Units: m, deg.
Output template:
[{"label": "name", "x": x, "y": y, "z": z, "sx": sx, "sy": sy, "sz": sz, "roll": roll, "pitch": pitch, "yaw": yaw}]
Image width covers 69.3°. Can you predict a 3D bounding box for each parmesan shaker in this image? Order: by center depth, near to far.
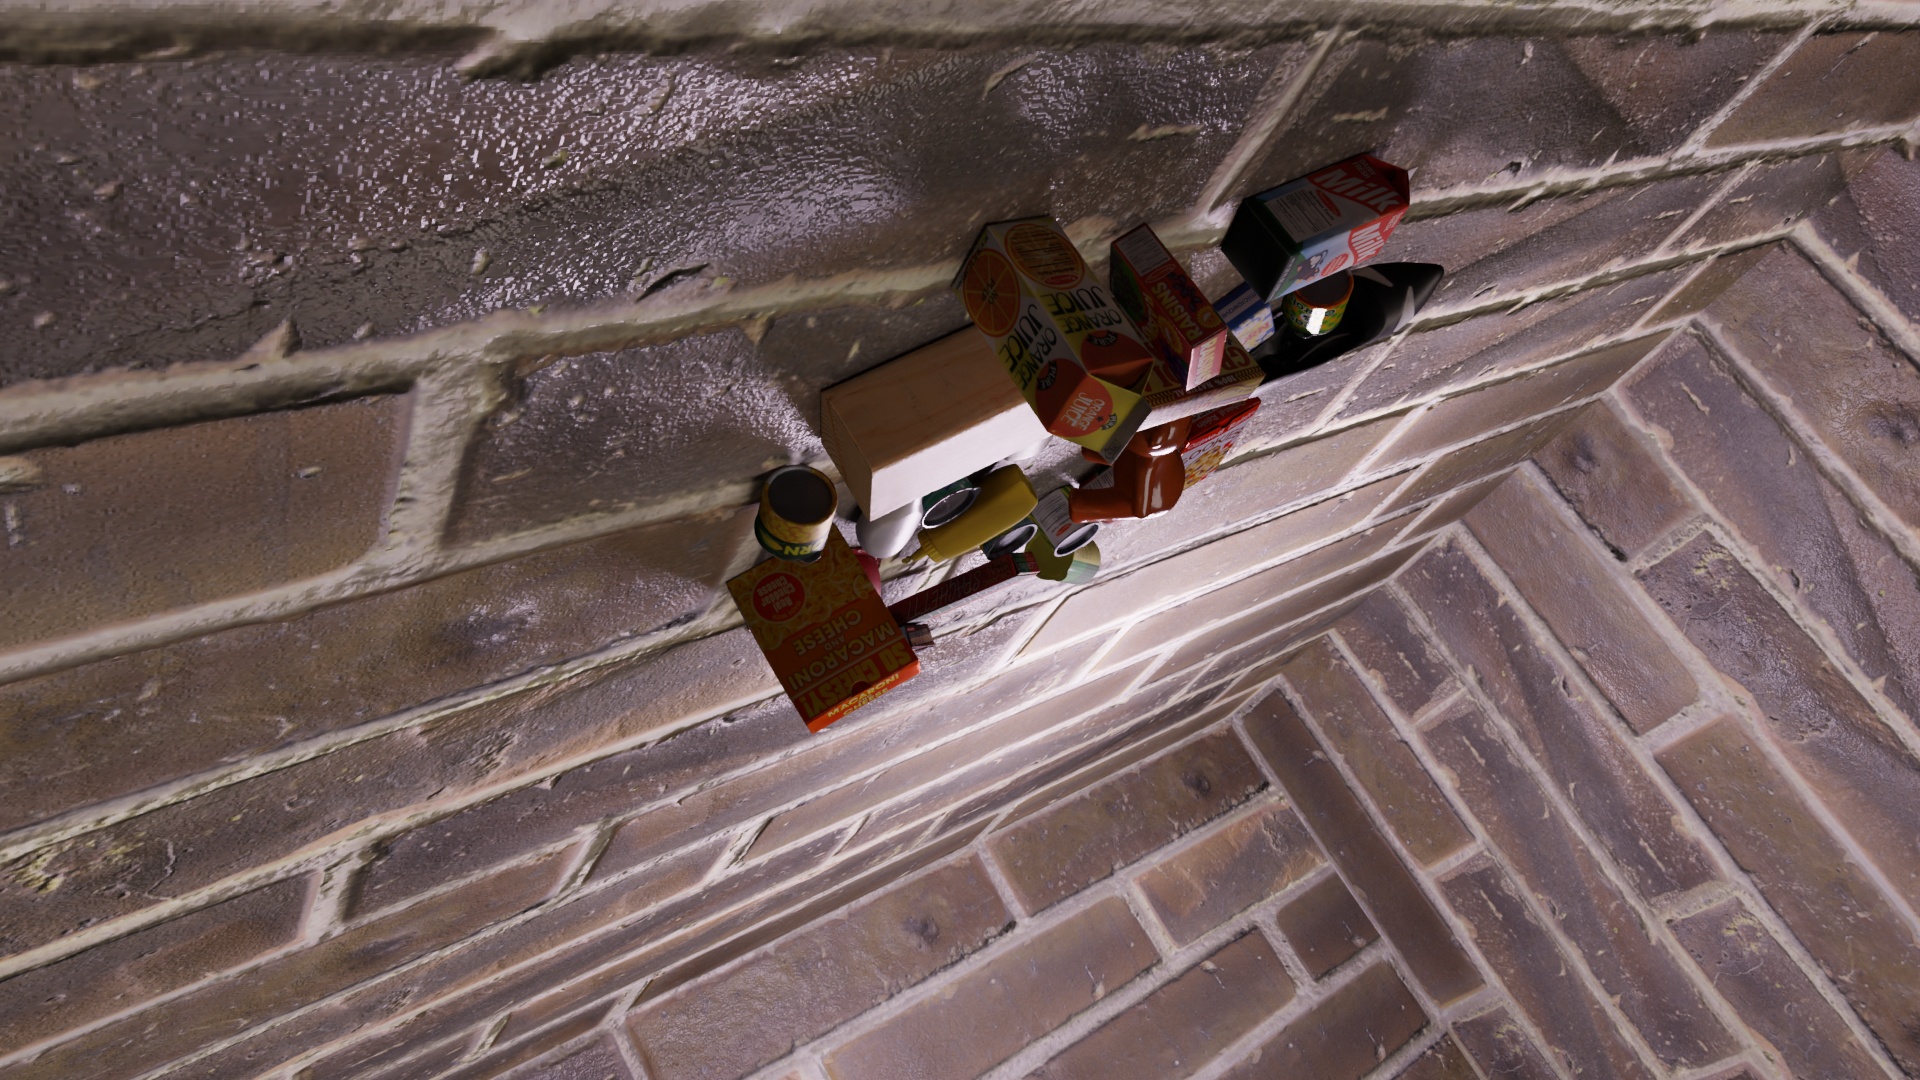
[{"label": "parmesan shaker", "x": 0.131, "y": 0.023, "z": 1.753, "sx": 0.071, "sy": 0.071, "sz": 0.103, "roll": -39, "pitch": 160, "yaw": 16}]

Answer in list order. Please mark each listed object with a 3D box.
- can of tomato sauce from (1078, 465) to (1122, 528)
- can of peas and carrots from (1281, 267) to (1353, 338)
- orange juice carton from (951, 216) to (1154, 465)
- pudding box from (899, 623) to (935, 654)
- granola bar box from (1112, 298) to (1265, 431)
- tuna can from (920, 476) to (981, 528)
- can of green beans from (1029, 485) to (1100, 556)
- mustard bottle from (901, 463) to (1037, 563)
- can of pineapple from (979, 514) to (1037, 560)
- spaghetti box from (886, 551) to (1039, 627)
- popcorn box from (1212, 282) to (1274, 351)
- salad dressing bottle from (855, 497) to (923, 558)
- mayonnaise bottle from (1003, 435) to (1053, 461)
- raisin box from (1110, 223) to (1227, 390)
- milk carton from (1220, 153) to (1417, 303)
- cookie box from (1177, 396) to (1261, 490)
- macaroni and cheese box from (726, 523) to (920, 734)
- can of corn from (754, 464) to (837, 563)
[{"label": "can of tomato sauce", "x": 0.193, "y": -0.063, "z": 1.651, "sx": 0.083, "sy": 0.071, "sz": 0.071, "roll": -37, "pitch": 160, "yaw": 14}, {"label": "can of peas and carrots", "x": 0.375, "y": -0.257, "z": 1.464, "sx": 0.071, "sy": 0.071, "sz": 0.058, "roll": -30, "pitch": 160, "yaw": -9}, {"label": "orange juice carton", "x": 0.080, "y": -0.153, "z": 1.067, "sx": 0.073, "sy": 0.193, "sz": 0.071, "roll": -17, "pitch": 156, "yaw": -36}, {"label": "pudding box", "x": -0.077, "y": 0.123, "z": 1.607, "sx": 0.083, "sy": 0.030, "sz": 0.050, "roll": -24, "pitch": 166, "yaw": 30}, {"label": "granola bar box", "x": 0.187, "y": -0.172, "z": 1.292, "sx": 0.166, "sy": 0.124, "sz": 0.038, "roll": -18, "pitch": 154, "yaw": -36}, {"label": "tuna can", "x": -0.017, "y": -0.046, "z": 1.414, "sx": 0.071, "sy": 0.033, "sz": 0.070, "roll": -29, "pitch": 160, "yaw": -11}, {"label": "can of green beans", "x": 0.124, "y": -0.023, "z": 1.650, "sx": 0.071, "sy": 0.058, "sz": 0.071, "roll": -29, "pitch": 160, "yaw": -11}, {"label": "mustard bottle", "x": 0.005, "y": -0.018, "z": 1.471, "sx": 0.160, "sy": 0.065, "sz": 0.048, "roll": -33, "pitch": 118, "yaw": 12}, {"label": "can of pineapple", "x": 0.042, "y": -0.021, "z": 1.529, "sx": 0.071, "sy": 0.058, "sz": 0.070, "roll": -29, "pitch": 160, "yaw": -12}, {"label": "spaghetti box", "x": -0.024, "y": 0.068, "z": 1.580, "sx": 0.249, "sy": 0.029, "sz": 0.050, "roll": -25, "pitch": 168, "yaw": 31}, {"label": "popcorn box", "x": 0.267, "y": -0.209, "z": 1.457, "sx": 0.126, "sy": 0.038, "sz": 0.085, "roll": -35, "pitch": 162, "yaw": 6}, {"label": "salad dressing bottle", "x": -0.059, "y": -0.040, "z": 1.349, "sx": 0.064, "sy": 0.044, "sz": 0.146, "roll": -18, "pitch": 155, "yaw": -32}, {"label": "mayonnaise bottle", "x": 0.080, "y": -0.136, "z": 1.339, "sx": 0.065, "sy": 0.041, "sz": 0.147, "roll": -22, "pitch": 157, "yaw": -31}, {"label": "raisin box", "x": 0.180, "y": -0.202, "z": 1.210, "sx": 0.040, "sy": 0.123, "sz": 0.086, "roll": -30, "pitch": 160, "yaw": -6}, {"label": "milk carton", "x": 0.349, "y": -0.301, "z": 1.312, "sx": 0.191, "sy": 0.073, "sz": 0.072, "roll": -26, "pitch": 159, "yaw": -21}, {"label": "cookie box", "x": 0.285, "y": -0.113, "z": 1.700, "sx": 0.123, "sy": 0.040, "sz": 0.166, "roll": -29, "pitch": 161, "yaw": -27}, {"label": "macaroni and cheese box", "x": -0.133, "y": 0.084, "z": 1.342, "sx": 0.124, "sy": 0.167, "sz": 0.040, "roll": -29, "pitch": 159, "yaw": -11}, {"label": "can of corn", "x": -0.143, "y": -0.023, "z": 1.216, "sx": 0.071, "sy": 0.071, "sz": 0.058, "roll": -23, "pitch": 157, "yaw": -27}]
